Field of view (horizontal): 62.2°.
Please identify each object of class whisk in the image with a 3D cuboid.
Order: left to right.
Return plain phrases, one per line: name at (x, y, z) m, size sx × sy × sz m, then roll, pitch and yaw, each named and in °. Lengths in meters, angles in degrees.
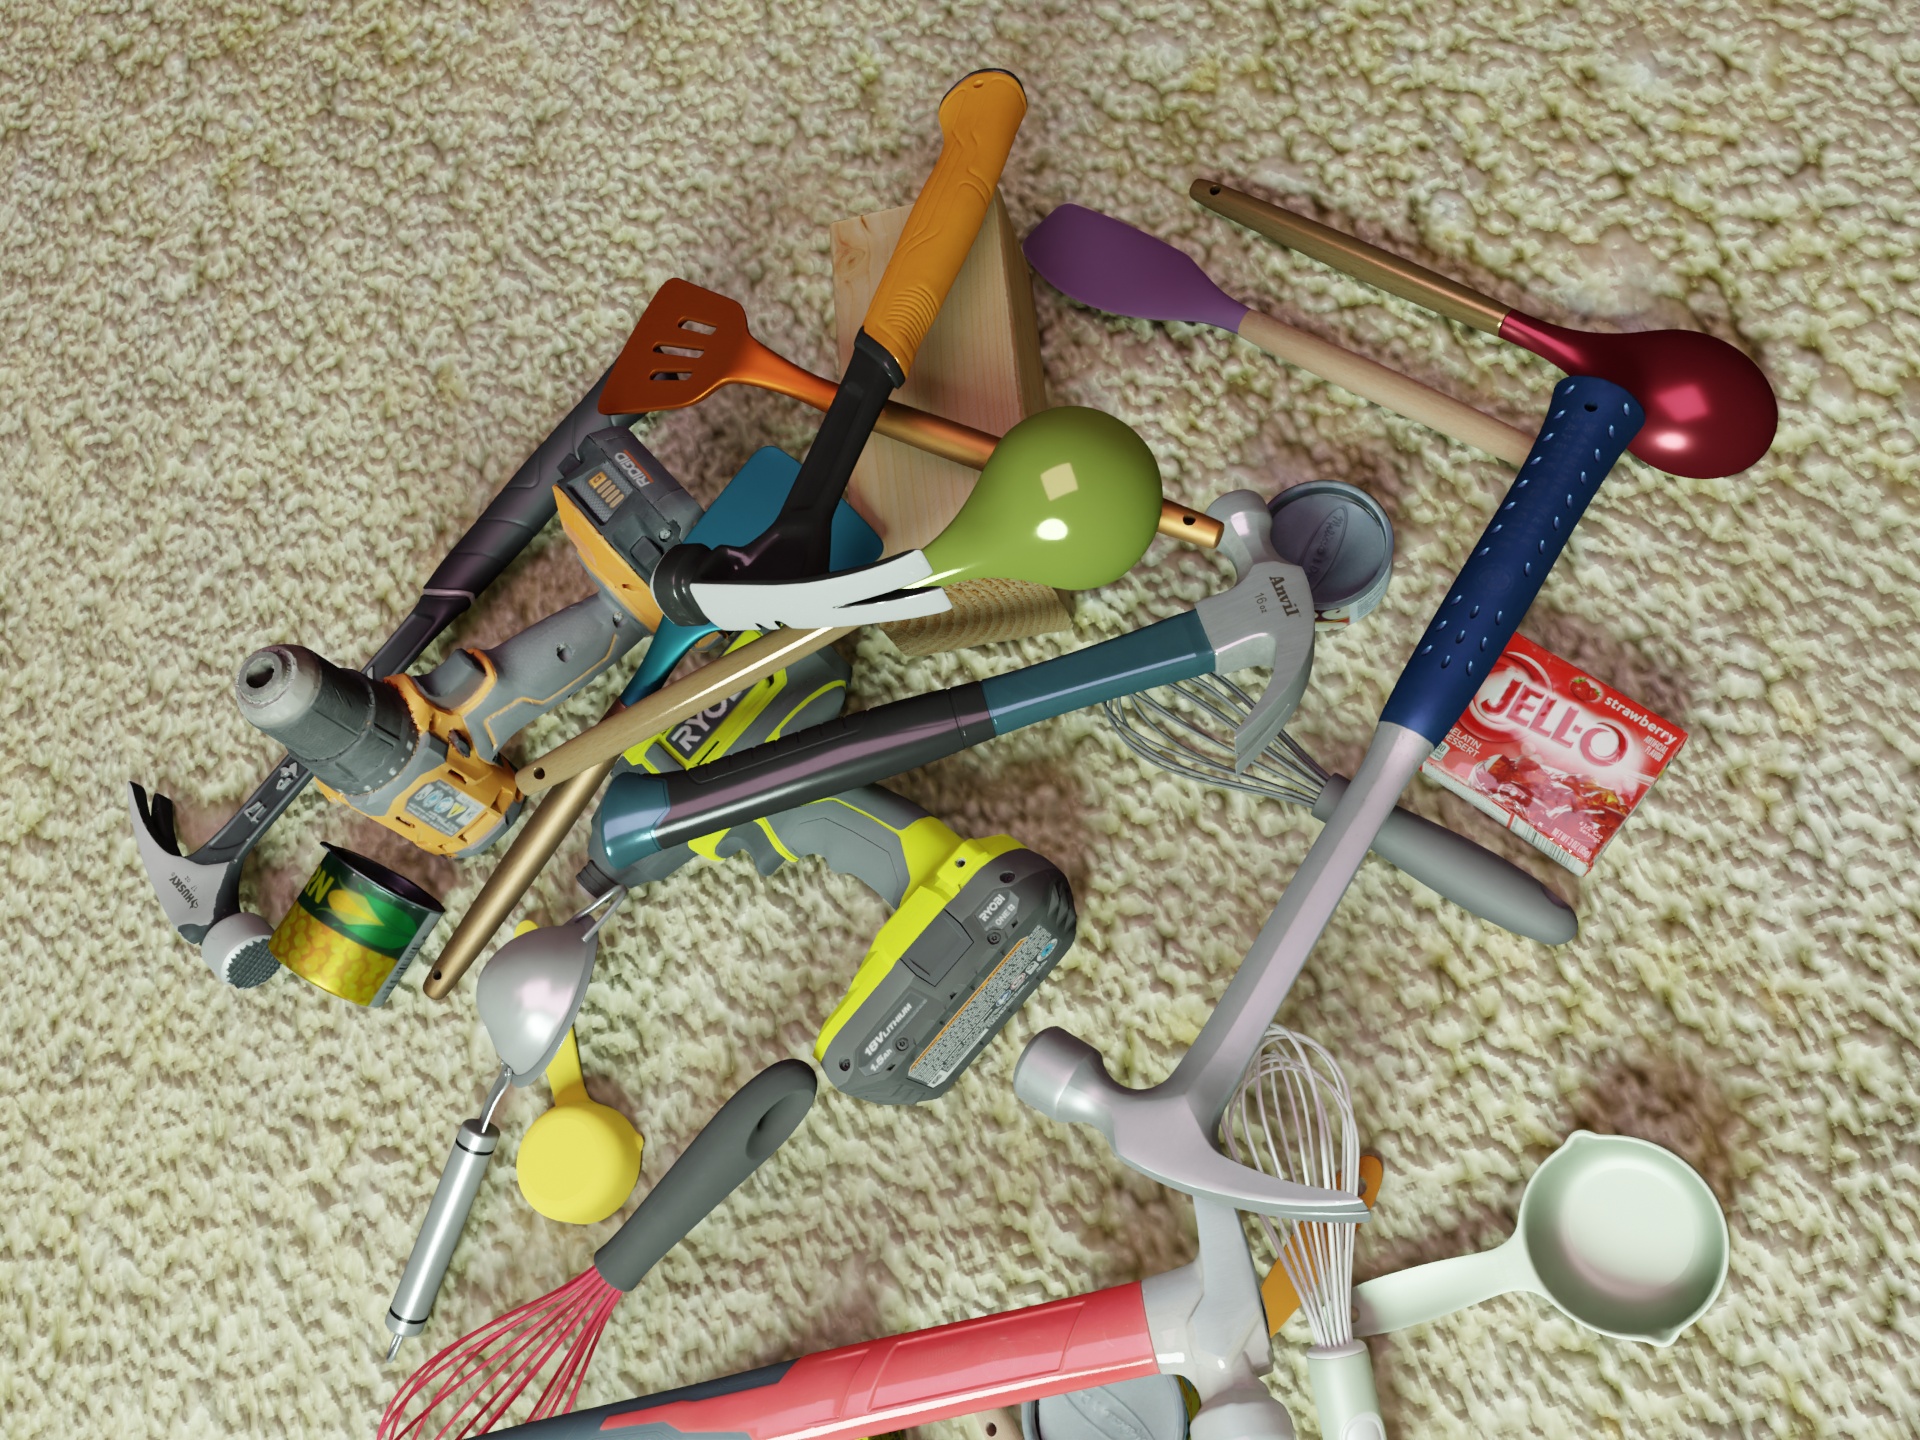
whisk at (-0.165, 0.256, 0.703) m, size 0.296 × 0.073 × 0.073 m, roll -47°, pitch 67°, yaw 8°
whisk at (0.165, 0.033, 0.715) m, size 0.239 × 0.055 × 0.055 m, roll 30°, pitch 83°, yaw 18°
whisk at (0.151, 0.246, 0.642) m, size 0.057 × 0.059 × 0.246 m, roll -7°, pitch 77°, yaw -15°

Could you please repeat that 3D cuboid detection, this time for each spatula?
spatula at (-0.162, 0.014, 0.756) m, size 0.082 × 0.044 × 0.317 m, roll 42°, pitch 104°, yaw 16°
spatula at (-0.029, -0.136, 0.740) m, size 0.323 × 0.041 × 0.081 m, roll 22°, pitch 80°, yaw 16°
spatula at (0.164, -0.189, 0.801) m, size 0.316 × 0.018 × 0.060 m, roll 31°, pitch 68°, yaw 22°

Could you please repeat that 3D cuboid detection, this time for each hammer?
hammer at (-0.297, -0.055, 0.875) m, size 0.149 × 0.036 × 0.409 m, roll 35°, pitch 83°, yaw 30°
hammer at (-0.070, 0.262, 0.643) m, size 0.386 × 0.038 × 0.143 m, roll -16°, pitch 48°, yaw 8°
hammer at (-0.022, -0.179, 0.705) m, size 0.127 × 0.034 × 0.337 m, roll 0°, pitch 54°, yaw 28°
hammer at (-0.001, -0.002, 0.708) m, size 0.331 × 0.033 × 0.128 m, roll -18°, pitch 57°, yaw 1°
hammer at (0.188, 0.018, 0.668) m, size 0.144 × 0.035 × 0.405 m, roll 26°, pitch 72°, yaw 29°

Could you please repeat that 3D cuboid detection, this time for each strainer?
strainer at (-0.227, 0.190, 0.753) m, size 0.087 × 0.050 × 0.258 m, roll 33°, pitch 101°, yaw 63°

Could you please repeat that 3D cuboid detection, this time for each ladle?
ladle at (-0.059, -0.041, 0.697) m, size 0.320 × 0.062 × 0.078 m, roll -26°, pitch 90°, yaw 15°
ladle at (0.246, -0.206, 0.782) m, size 0.316 × 0.031 × 0.069 m, roll 33°, pitch 86°, yaw 24°

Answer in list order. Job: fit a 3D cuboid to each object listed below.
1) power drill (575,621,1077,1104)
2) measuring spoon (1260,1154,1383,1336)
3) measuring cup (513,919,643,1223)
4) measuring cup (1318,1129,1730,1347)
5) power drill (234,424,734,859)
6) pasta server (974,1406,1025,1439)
power drill at (-0.071, 0.070, 0.755) m, size 0.223 × 0.080 × 0.171 m, roll 40°, pitch 87°, yaw 27°
measuring spoon at (0.143, 0.233, 0.673) m, size 0.021 × 0.011 × 0.117 m, roll 35°, pitch 84°, yaw 23°
measuring cup at (-0.202, 0.168, 0.780) m, size 0.062 × 0.029 × 0.157 m, roll -24°, pitch 69°, yaw 7°
measuring cup at (0.227, 0.221, 0.647) m, size 0.167 × 0.038 × 0.083 m, roll -27°, pitch 67°, yaw 24°
power drill at (-0.221, -0.040, 0.774) m, size 0.226 × 0.185 × 0.084 m, roll -42°, pitch 64°, yaw -4°
pasta server at (0.082, 0.414, 0.617) m, size 0.060 × 0.040 × 0.316 m, roll -38°, pitch 65°, yaw 13°
